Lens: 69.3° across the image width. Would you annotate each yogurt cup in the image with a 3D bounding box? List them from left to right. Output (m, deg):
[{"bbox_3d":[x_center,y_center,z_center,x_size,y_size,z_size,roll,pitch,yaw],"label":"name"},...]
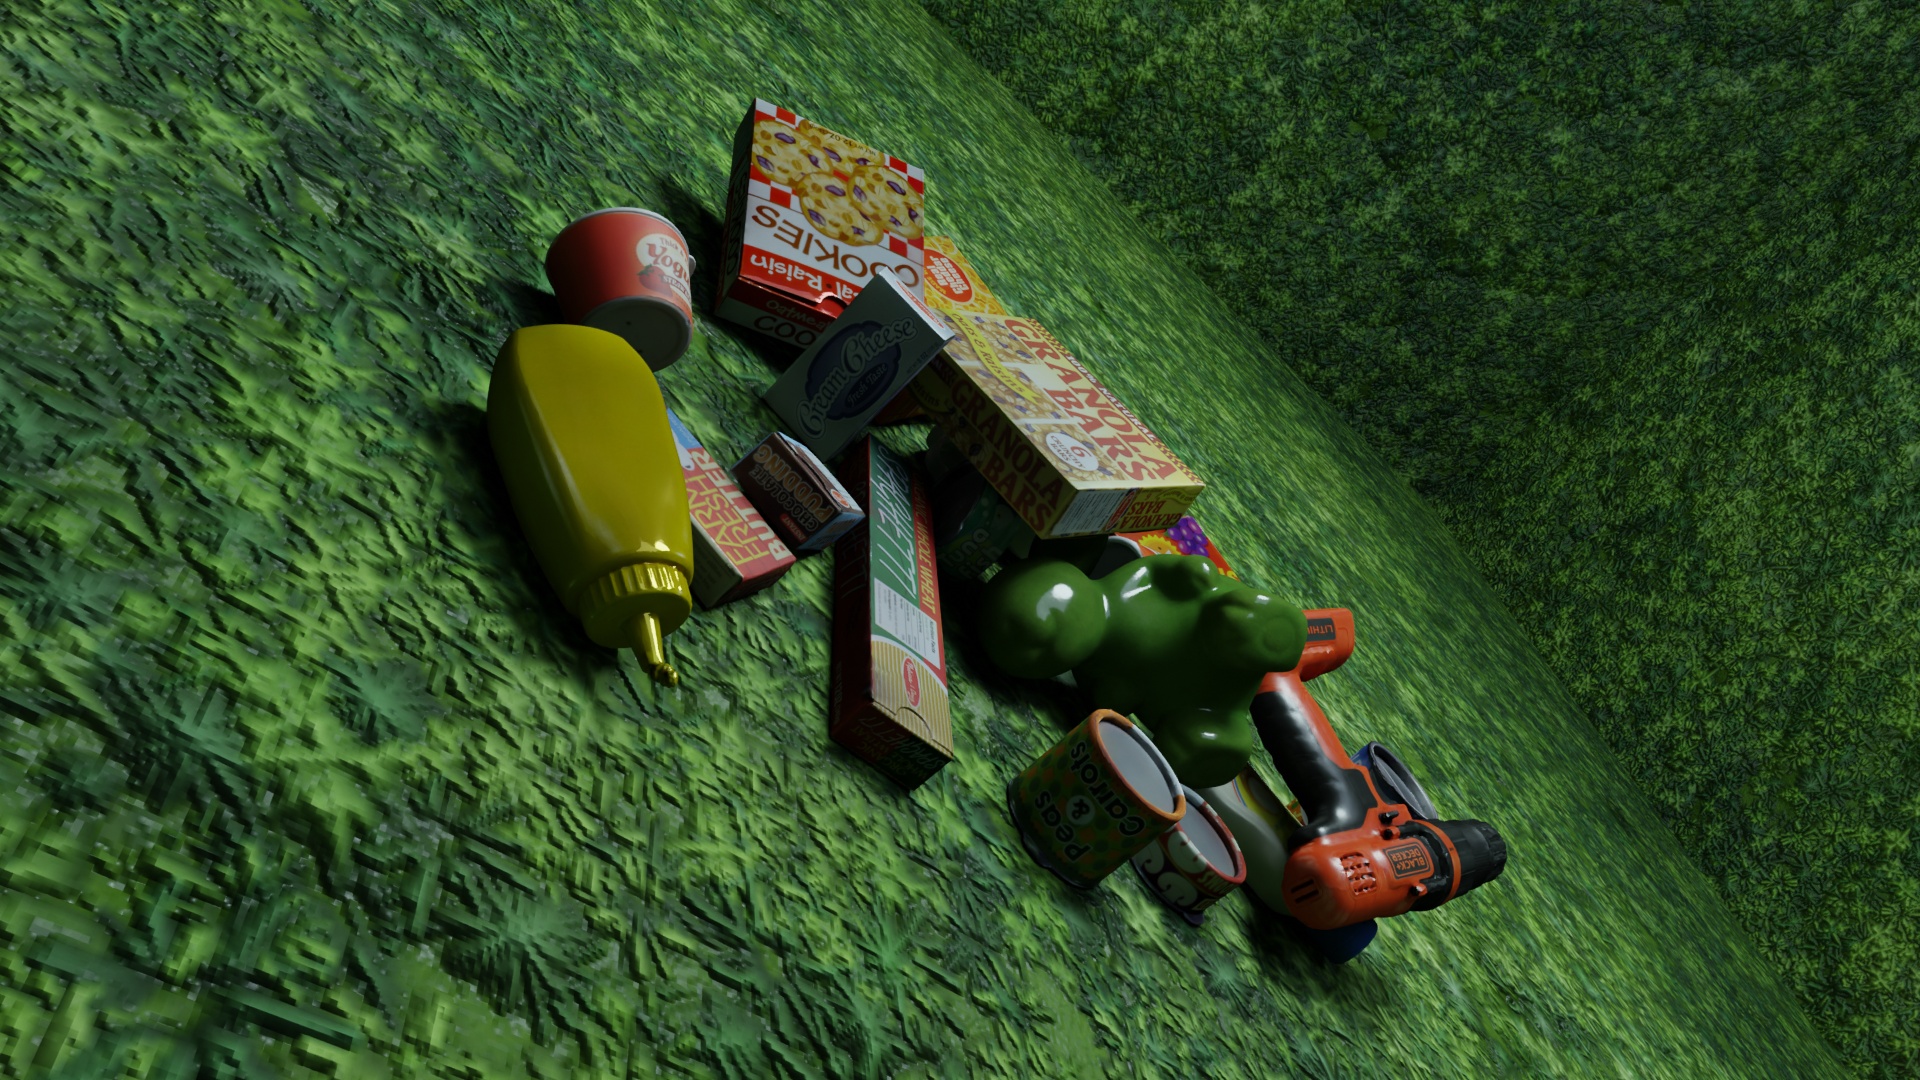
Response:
[{"bbox_3d":[-0.158,-0.115,0.656,0.072,0.072,0.054,24,38,-48],"label":"yogurt cup"}]

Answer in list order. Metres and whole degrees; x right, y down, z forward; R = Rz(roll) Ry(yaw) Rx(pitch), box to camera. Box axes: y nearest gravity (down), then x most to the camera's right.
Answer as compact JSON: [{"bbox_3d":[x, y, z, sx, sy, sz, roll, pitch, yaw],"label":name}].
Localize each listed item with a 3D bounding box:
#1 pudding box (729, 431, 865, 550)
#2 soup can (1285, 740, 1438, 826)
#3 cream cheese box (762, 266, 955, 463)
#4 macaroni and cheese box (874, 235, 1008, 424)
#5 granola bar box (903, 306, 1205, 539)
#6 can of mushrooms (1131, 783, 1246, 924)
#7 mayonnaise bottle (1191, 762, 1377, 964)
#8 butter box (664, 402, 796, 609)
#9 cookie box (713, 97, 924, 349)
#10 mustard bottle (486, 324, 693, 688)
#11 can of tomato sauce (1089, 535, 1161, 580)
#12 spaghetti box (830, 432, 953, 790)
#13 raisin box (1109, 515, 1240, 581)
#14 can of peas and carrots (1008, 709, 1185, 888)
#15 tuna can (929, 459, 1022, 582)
[{"bbox_3d":[-0.076,-0.022,0.663,0.049,0.030,0.083,50,2,3],"label":"pudding box"},{"bbox_3d":[0.262,0.184,0.928,0.071,0.083,0.071,41,20,-18],"label":"soup can"},{"bbox_3d":[-0.057,-0.096,0.768,0.053,0.103,0.024,46,23,-2],"label":"cream cheese box"},{"bbox_3d":[-0.032,-0.148,0.954,0.124,0.040,0.167,54,35,11],"label":"macaroni and cheese box"},{"bbox_3d":[0.045,-0.069,0.801,0.124,0.039,0.166,-4,44,-47],"label":"granola bar box"},{"bbox_3d":[0.121,0.166,0.743,0.071,0.033,0.071,41,20,-18],"label":"can of mushrooms"},{"bbox_3d":[0.186,0.184,0.831,0.148,0.041,0.065,49,27,5],"label":"mayonnaise bottle"},{"bbox_3d":[-0.121,-0.019,0.605,0.103,0.024,0.053,49,20,6],"label":"butter box"},{"bbox_3d":[-0.084,-0.190,0.869,0.123,0.040,0.168,18,49,-24],"label":"cookie box"},{"bbox_3d":[-0.134,-0.010,0.522,0.065,0.048,0.161,0,53,-36],"label":"mustard bottle"},{"bbox_3d":[0.119,0.035,0.937,0.083,0.071,0.071,21,32,-51],"label":"can of tomato sauce"},{"bbox_3d":[-0.036,0.024,0.695,0.050,0.028,0.251,39,21,-24],"label":"spaghetti box"},{"bbox_3d":[0.166,0.043,1.017,0.086,0.039,0.124,-11,57,-38],"label":"raisin box"},{"bbox_3d":[0.065,0.124,0.670,0.071,0.058,0.071,41,20,-18],"label":"can of peas and carrots"},{"bbox_3d":[0.003,-0.010,0.784,0.033,0.071,0.071,39,21,-25],"label":"tuna can"}]
